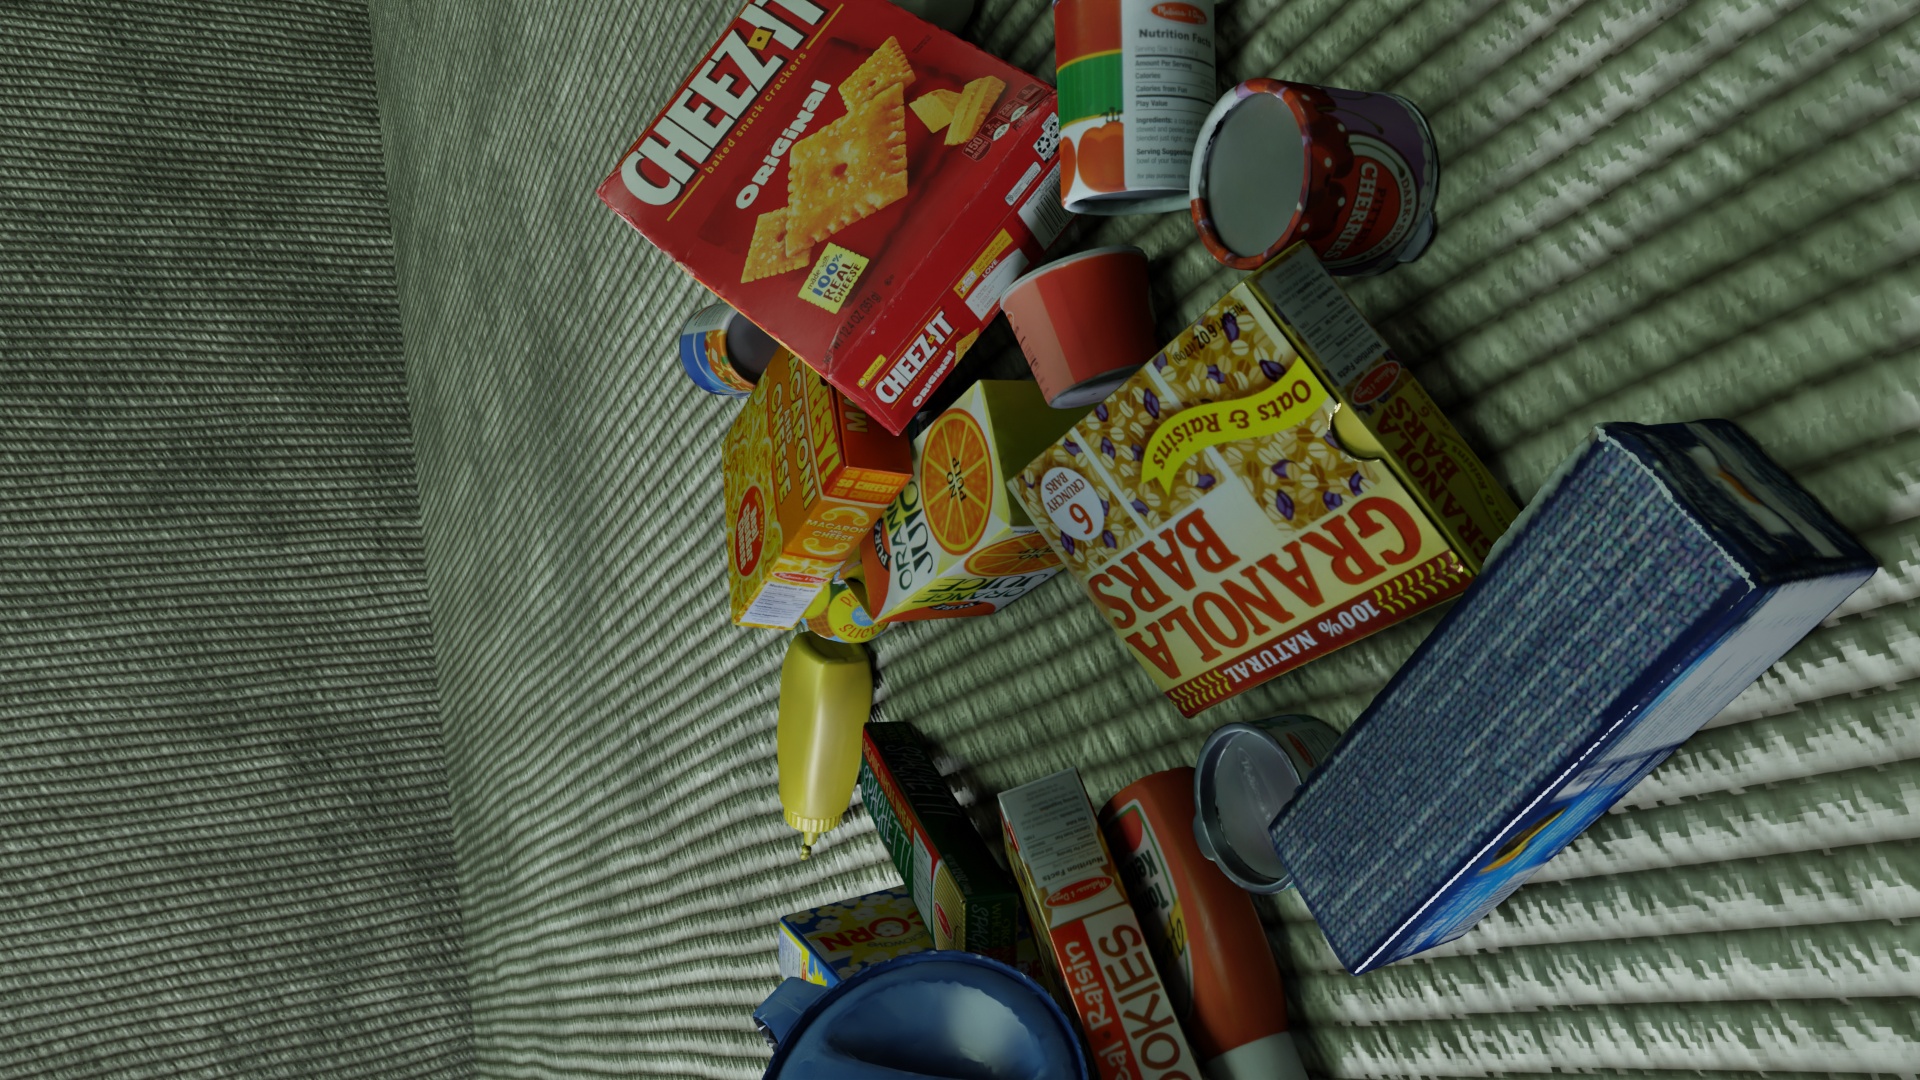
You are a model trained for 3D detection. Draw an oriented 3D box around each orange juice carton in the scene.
[{"bbox_3d":[0.003,-0.009,0.706,0.192,0.072,0.073,-37,61,56],"label":"orange juice carton"}]

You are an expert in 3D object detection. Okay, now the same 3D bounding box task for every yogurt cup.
[{"bbox_3d":[0.057,-0.092,0.612,0.072,0.072,0.054,-29,76,58],"label":"yogurt cup"}]

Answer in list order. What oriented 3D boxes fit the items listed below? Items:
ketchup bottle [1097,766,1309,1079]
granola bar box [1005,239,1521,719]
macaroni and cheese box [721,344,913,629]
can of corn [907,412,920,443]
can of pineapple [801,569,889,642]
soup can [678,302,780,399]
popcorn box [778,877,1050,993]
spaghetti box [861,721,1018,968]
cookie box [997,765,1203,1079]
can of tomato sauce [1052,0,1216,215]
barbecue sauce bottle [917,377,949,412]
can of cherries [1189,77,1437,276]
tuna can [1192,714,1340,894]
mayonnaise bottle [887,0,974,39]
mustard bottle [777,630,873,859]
[{"bbox_3d":[0.104,0.172,0.574,0.064,0.043,0.149,114,142,-55],"label":"ketchup bottle"},{"bbox_3d":[0.102,-0.013,0.512,0.124,0.039,0.165,52,145,2],"label":"granola bar box"},{"bbox_3d":[-0.083,-0.044,0.748,0.165,0.040,0.124,-49,42,48],"label":"macaroni and cheese box"},{"bbox_3d":[-0.065,-0.077,0.832,0.071,0.058,0.071,10,102,60],"label":"can of corn"},{"bbox_3d":[-0.064,0.021,0.833,0.071,0.071,0.057,62,143,36],"label":"can of pineapple"},{"bbox_3d":[-0.151,-0.134,0.974,0.084,0.071,0.071,7,99,60],"label":"soup can"},{"bbox_3d":[-0.019,0.211,0.711,0.085,0.127,0.038,18,112,59],"label":"popcorn box"},{"bbox_3d":[-0.018,0.158,0.740,0.250,0.029,0.050,-141,51,-71],"label":"spaghetti box"},{"bbox_3d":[0.062,0.199,0.604,0.122,0.040,0.168,82,168,-61],"label":"cookie box"},{"bbox_3d":[0.072,-0.181,0.573,0.071,0.071,0.083,4,97,60],"label":"can of tomato sauce"},{"bbox_3d":[-0.034,-0.147,0.785,0.064,0.044,0.148,-19,76,50],"label":"barbecue sauce bottle"},{"bbox_3d":[0.125,-0.127,0.492,0.071,0.058,0.071,10,101,60],"label":"can of cherries"},{"bbox_3d":[0.123,0.103,0.543,0.071,0.033,0.071,10,101,60],"label":"tuna can"},{"bbox_3d":[-0.016,-0.308,0.742,0.065,0.041,0.147,20,112,58],"label":"mayonnaise bottle"},{"bbox_3d":[-0.093,0.139,0.913,0.065,0.049,0.159,38,126,52],"label":"mustard bottle"}]
